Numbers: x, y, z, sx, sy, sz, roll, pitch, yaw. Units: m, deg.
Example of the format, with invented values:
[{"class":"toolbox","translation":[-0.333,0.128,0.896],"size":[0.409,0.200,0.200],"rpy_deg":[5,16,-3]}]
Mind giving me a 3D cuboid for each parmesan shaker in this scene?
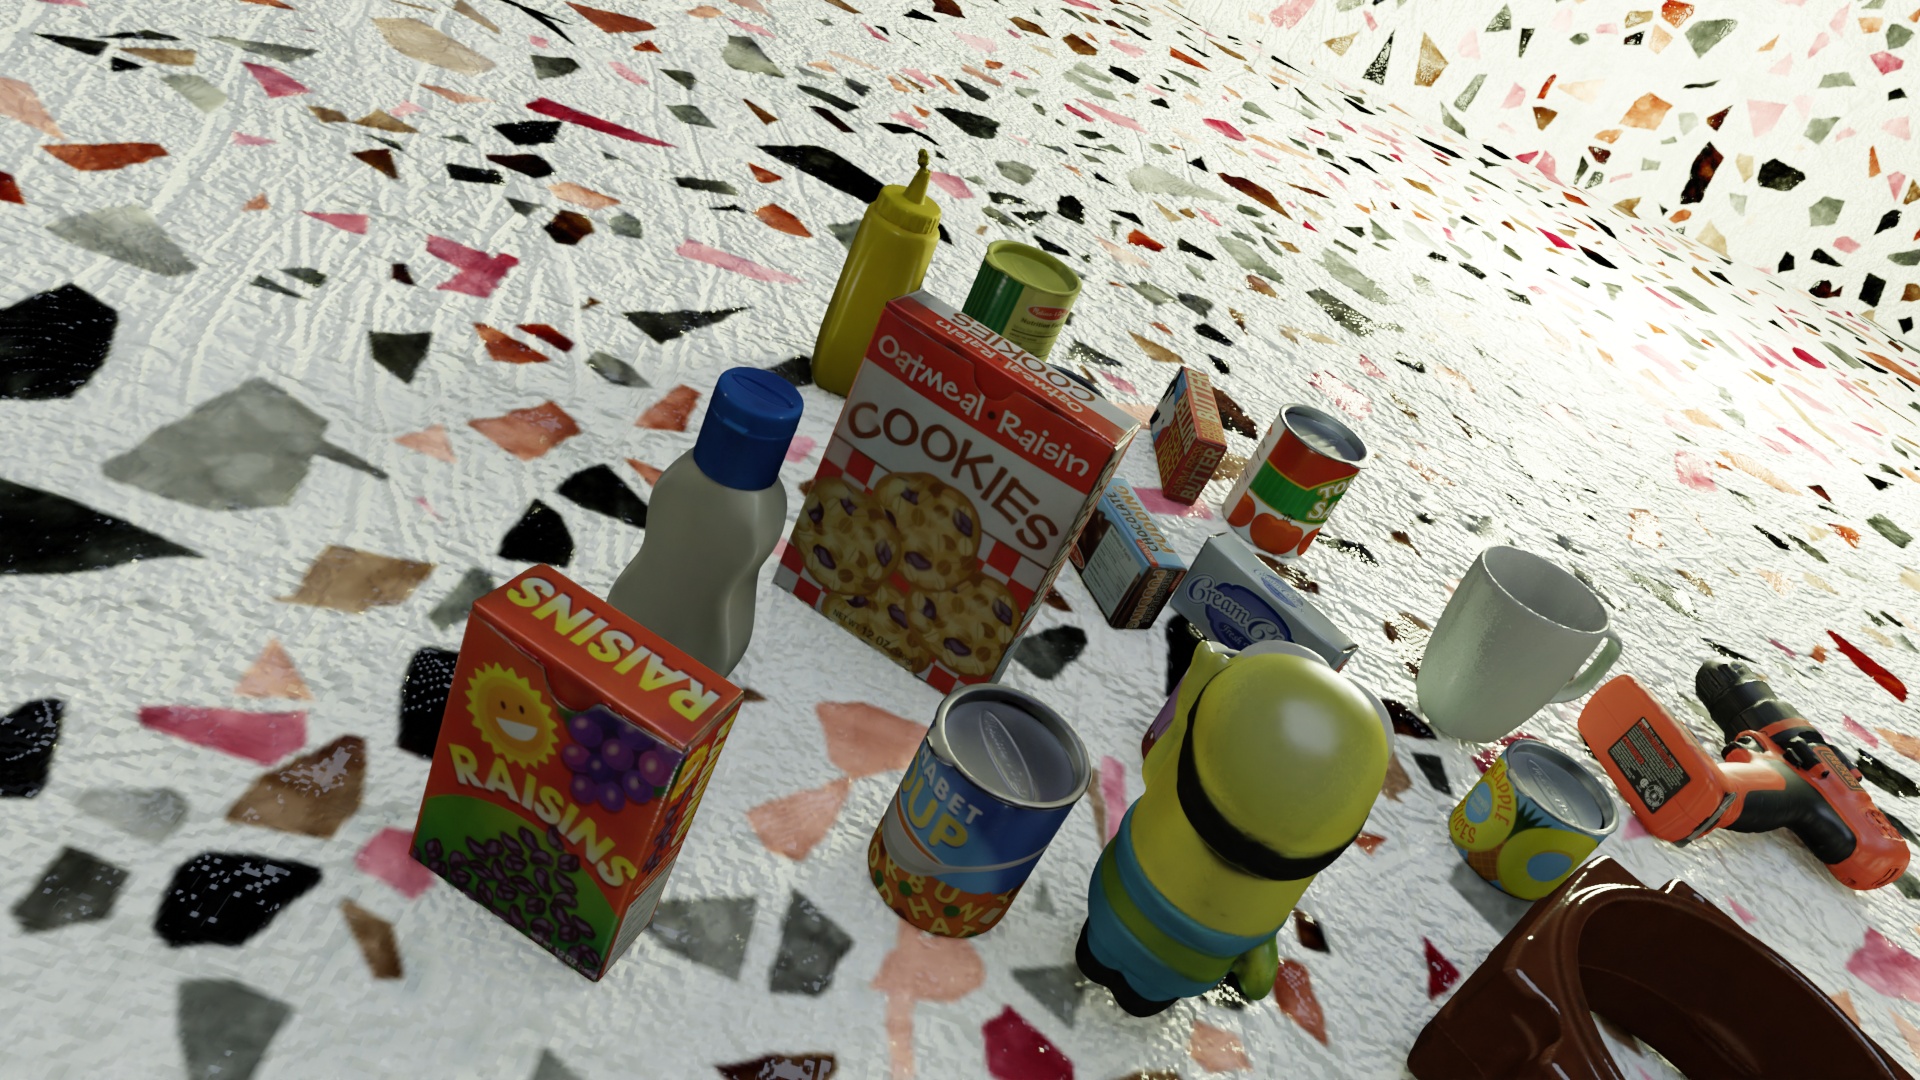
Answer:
[{"class":"parmesan shaker","translation":[0.026,-0.137,0.915],"size":[0.071,0.102,0.072],"rpy_deg":[19,33,-12]}]

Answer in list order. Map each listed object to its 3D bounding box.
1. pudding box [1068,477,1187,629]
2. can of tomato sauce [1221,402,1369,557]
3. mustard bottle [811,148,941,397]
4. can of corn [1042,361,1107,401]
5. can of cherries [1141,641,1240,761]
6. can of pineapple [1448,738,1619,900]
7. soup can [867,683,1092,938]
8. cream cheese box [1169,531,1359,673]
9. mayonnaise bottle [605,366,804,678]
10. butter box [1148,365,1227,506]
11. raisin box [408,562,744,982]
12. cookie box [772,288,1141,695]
[{"class":"pudding box","translation":[0.092,0.006,0.808],"size":[0.030,0.049,0.084],"rpy_deg":[4,38,-31]},{"class":"can of tomato sauce","translation":[0.226,-0.039,0.934],"size":[0.071,0.082,0.071],"rpy_deg":[18,33,-12]},{"class":"mustard bottle","translation":[-0.047,-0.164,0.849],"size":[0.049,0.159,0.065],"rpy_deg":[18,33,-14]},{"class":"can of corn","translation":[0.051,-0.073,0.883],"size":[0.071,0.058,0.071],"rpy_deg":[18,33,-12]},{"class":"can of cherries","translation":[0.132,0.095,0.700],"size":[0.071,0.058,0.072],"rpy_deg":[18,33,-12]},{"class":"can of pineapple","translation":[0.305,0.149,0.745],"size":[0.071,0.057,0.071],"rpy_deg":[18,33,-12]},{"class":"soup can","translation":[0.003,0.110,0.565],"size":[0.071,0.083,0.072],"rpy_deg":[18,33,-12]},{"class":"cream cheese box","translation":[0.173,0.048,0.801],"size":[0.024,0.053,0.104],"rpy_deg":[-14,50,-46]},{"class":"mayonnaise bottle","translation":[-0.106,-0.004,0.591],"size":[0.065,0.147,0.041],"rpy_deg":[29,32,5]},{"class":"butter box","translation":[0.157,-0.074,0.963],"size":[0.024,0.052,0.104],"rpy_deg":[19,33,-12]},{"class":"raisin box","translation":[-0.134,0.081,0.474],"size":[0.086,0.122,0.040],"rpy_deg":[32,32,9]},{"class":"cookie box","translation":[-0.007,-0.017,0.660],"size":[0.123,0.166,0.040],"rpy_deg":[33,32,10]}]
